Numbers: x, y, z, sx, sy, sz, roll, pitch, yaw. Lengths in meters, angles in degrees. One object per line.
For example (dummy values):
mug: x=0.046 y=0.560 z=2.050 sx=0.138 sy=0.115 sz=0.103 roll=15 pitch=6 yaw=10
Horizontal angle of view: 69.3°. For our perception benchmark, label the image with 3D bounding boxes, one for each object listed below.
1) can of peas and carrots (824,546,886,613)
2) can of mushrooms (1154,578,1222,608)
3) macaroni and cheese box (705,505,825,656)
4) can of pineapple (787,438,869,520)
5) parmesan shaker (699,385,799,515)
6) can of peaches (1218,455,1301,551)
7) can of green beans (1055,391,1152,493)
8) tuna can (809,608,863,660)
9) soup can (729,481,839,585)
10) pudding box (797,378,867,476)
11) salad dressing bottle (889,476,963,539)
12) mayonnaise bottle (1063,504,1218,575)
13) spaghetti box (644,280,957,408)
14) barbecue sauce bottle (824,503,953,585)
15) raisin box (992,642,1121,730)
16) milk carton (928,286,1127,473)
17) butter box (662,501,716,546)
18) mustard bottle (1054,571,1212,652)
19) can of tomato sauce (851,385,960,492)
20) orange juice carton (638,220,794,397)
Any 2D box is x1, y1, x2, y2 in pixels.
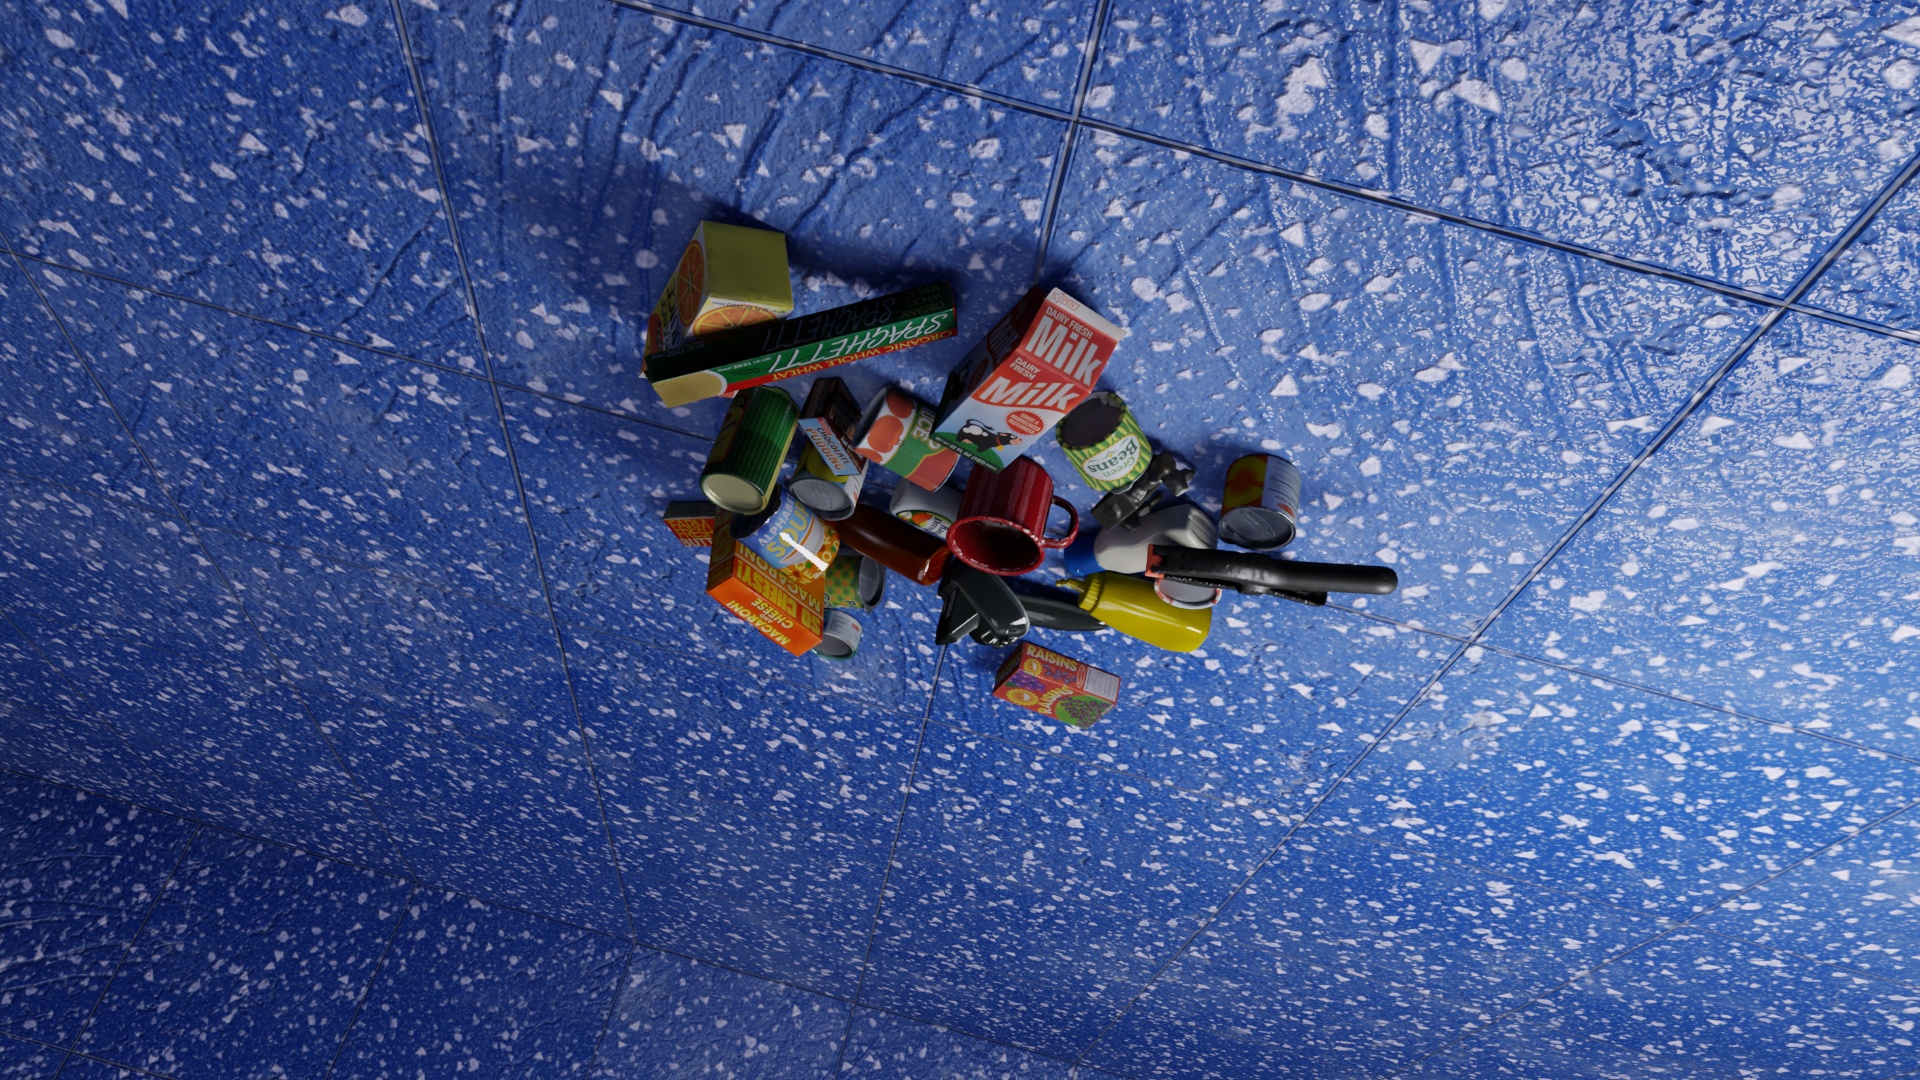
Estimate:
can of peas and carrots: x=-0.119 y=0.042 z=1.472 sx=0.059 sy=0.071 sz=0.070 roll=1 pitch=144 yaw=22
can of mushrooms: x=0.223 y=0.035 z=1.353 sx=0.071 sy=0.033 sz=0.070 roll=11 pitch=148 yaw=8
macaroni and cheese box: x=-0.188 y=0.017 z=1.373 sx=0.040 sy=0.167 sz=0.123 roll=-32 pitch=127 yaw=25
can of pineapple: x=-0.128 y=-0.062 z=1.332 sx=0.071 sy=0.058 sz=0.070 roll=11 pitch=147 yaw=7
parmesan shaker: x=-0.194 y=-0.085 z=1.283 sx=0.071 sy=0.103 sz=0.071 roll=11 pitch=147 yaw=7
can of peaches: x=0.260 y=-0.032 z=1.213 sx=0.071 sy=0.058 sz=0.071 roll=11 pitch=148 yaw=7
can of green beans: x=0.122 y=-0.085 z=1.184 sx=0.071 sy=0.071 sz=0.057 roll=-7 pitch=140 yaw=31
tuna can: x=-0.151 y=0.112 z=1.626 sx=0.071 sy=0.033 sz=0.070 roll=11 pitch=147 yaw=7
soup can: x=-0.164 y=-0.006 z=1.311 sx=0.071 sy=0.072 sz=0.083 roll=-17 pitch=135 yaw=40
pudding box: x=-0.112 y=-0.103 z=1.271 sx=0.030 sy=0.050 sz=0.083 roll=0 pitch=143 yaw=26
salad dressing bottle: x=0.005 y=-0.017 z=1.355 sx=0.147 sy=0.044 sz=0.064 roll=26 pitch=158 yaw=-16
mayonnaise bottle: x=0.168 y=0.004 z=1.322 sx=0.148 sy=0.041 sz=0.064 roll=-13 pitch=144 yaw=38
spaghetti box: x=-0.124 y=-0.157 z=1.112 sx=0.250 sy=0.029 sz=0.050 roll=-14 pitch=162 yaw=0
barbecue sauce bottle: x=-0.083 y=-0.006 z=1.377 sx=0.149 sy=0.065 sz=0.043 roll=26 pitch=112 yaw=19
raisin box: x=0.110 y=0.167 z=1.594 sx=0.123 sy=0.040 sz=0.085 roll=21 pitch=148 yaw=-10
milk carton: x=0.055 y=-0.137 z=1.127 sx=0.072 sy=0.074 sz=0.189 roll=28 pitch=145 yaw=-18
butter box: x=-0.262 y=-0.018 z=1.486 sx=0.103 sy=0.024 sz=0.053 roll=-2 pitch=143 yaw=25
mustard bottle: x=0.172 y=0.064 z=1.404 sx=0.160 sy=0.049 sz=0.065 roll=21 pitch=147 yaw=-6
can of tomato sauce: x=-0.045 y=-0.093 z=1.244 sx=0.083 sy=0.071 sz=0.071 roll=28 pitch=145 yaw=-17
orange juice carton: x=-0.209 y=-0.179 z=1.159 sx=0.072 sy=0.073 sz=0.191 roll=3 pitch=155 yaw=-29
